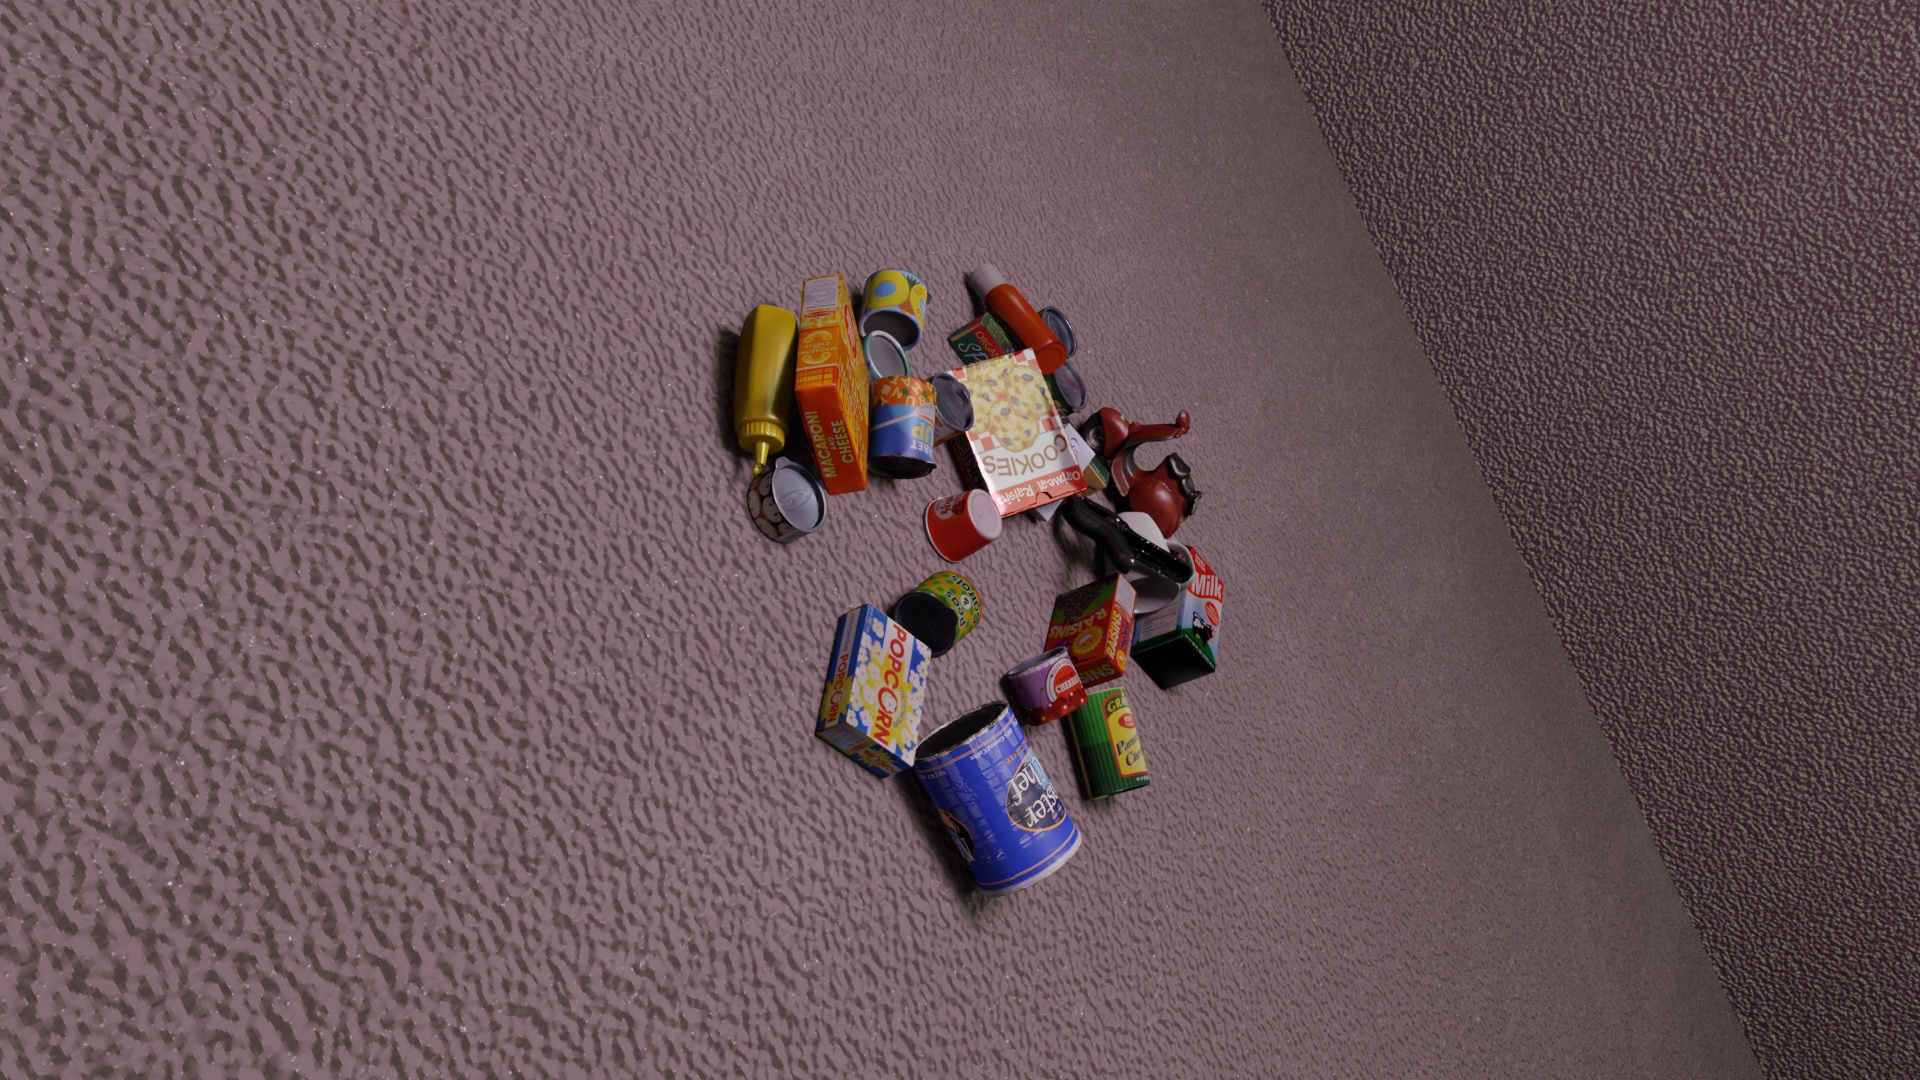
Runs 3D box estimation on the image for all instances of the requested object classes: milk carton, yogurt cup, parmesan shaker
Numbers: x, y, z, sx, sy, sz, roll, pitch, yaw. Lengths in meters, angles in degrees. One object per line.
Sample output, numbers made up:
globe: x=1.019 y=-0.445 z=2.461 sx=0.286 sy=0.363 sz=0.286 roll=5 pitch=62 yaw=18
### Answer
milk carton: x=0.265 y=0.079 z=1.669 sx=0.072 sy=0.073 sz=0.192 roll=46 pitch=38 yaw=-26
yogurt cup: x=0.005 y=-0.017 z=1.394 sx=0.072 sy=0.054 sz=0.073 roll=31 pitch=48 yaw=-41
parmesan shaker: x=0.153 y=0.211 z=1.442 sx=0.071 sy=0.071 sz=0.103 roll=5 pitch=66 yaw=-53

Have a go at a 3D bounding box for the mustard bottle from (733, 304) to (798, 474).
mustard bottle: x=-0.172 y=-0.126 z=1.214 sx=0.049 sy=0.065 sz=0.161 roll=11 pitch=63 yaw=-22

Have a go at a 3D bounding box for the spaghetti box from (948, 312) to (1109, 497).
spaghetti box: x=0.081 y=-0.150 z=1.583 sx=0.249 sy=0.050 sz=0.029 roll=51 pitch=35 yaw=-21

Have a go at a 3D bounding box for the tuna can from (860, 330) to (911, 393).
tuna can: x=-0.082 y=-0.173 z=1.391 sx=0.071 sy=0.032 sz=0.071 roll=32 pitch=46 yaw=-39

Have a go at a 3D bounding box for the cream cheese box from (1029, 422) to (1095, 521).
cream cheese box: x=0.103 y=-0.076 z=1.548 sx=0.053 sy=0.024 sz=0.104 roll=46 pitch=68 yaw=-25

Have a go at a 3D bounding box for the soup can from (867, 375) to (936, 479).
soup can: x=-0.055 y=-0.109 z=1.340 sx=0.071 sy=0.071 sz=0.084 roll=22 pitch=65 yaw=-46

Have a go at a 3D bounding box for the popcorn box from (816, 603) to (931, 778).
popcorn box: x=-0.073 y=0.129 z=1.209 sx=0.085 sy=0.038 sz=0.127 roll=41 pitch=41 yaw=-33

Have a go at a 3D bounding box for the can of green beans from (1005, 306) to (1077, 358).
can of green beans: x=0.096 y=-0.236 z=1.650 sx=0.071 sy=0.057 sz=0.071 roll=32 pitch=46 yaw=-40

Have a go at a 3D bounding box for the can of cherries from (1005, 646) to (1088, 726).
can of cherries: x=0.089 y=0.146 z=1.390 sx=0.072 sy=0.071 sz=0.058 roll=-26 pitch=92 yaw=-56

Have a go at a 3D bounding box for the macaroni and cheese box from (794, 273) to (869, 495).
macaroni and cheese box: x=-0.114 y=-0.141 z=1.250 sx=0.167 sy=0.040 sz=0.123 roll=-92 pitch=172 yaw=-46

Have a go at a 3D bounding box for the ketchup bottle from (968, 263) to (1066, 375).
ketchup bottle: x=0.063 y=-0.256 z=1.588 sx=0.149 sy=0.043 sz=0.064 roll=55 pitch=7 yaw=27

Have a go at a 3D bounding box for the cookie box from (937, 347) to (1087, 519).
cookie box: x=0.051 y=-0.112 z=1.485 sx=0.123 sy=0.040 sz=0.167 roll=-19 pitch=85 yaw=-31

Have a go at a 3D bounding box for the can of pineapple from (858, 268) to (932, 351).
can of pineapple: x=-0.067 y=-0.234 z=1.417 sx=0.071 sy=0.071 sz=0.058 roll=36 pitch=44 yaw=-36

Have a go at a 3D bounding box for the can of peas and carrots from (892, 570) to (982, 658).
can of peas and carrots: x=-0.019 y=0.067 z=1.293 sx=0.071 sy=0.070 sz=0.059 roll=62 pitch=33 yaw=-5

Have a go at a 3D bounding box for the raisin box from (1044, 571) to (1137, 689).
raisin box: x=0.136 y=0.099 z=1.470 sx=0.040 sy=0.086 sz=0.124 roll=48 pitch=38 yaw=-27

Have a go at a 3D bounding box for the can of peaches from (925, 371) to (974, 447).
can of peaches: x=-0.028 y=-0.131 z=1.416 sx=0.071 sy=0.058 sz=0.071 roll=32 pitch=45 yaw=-39

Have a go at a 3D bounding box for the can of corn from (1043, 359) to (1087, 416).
can of corn: x=0.107 y=-0.170 z=1.623 sx=0.071 sy=0.058 sz=0.071 roll=32 pitch=46 yaw=-40

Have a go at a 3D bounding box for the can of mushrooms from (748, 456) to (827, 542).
can of mushrooms: x=-0.151 y=-0.035 z=1.210 sx=0.071 sy=0.033 sz=0.071 roll=31 pitch=48 yaw=-40
